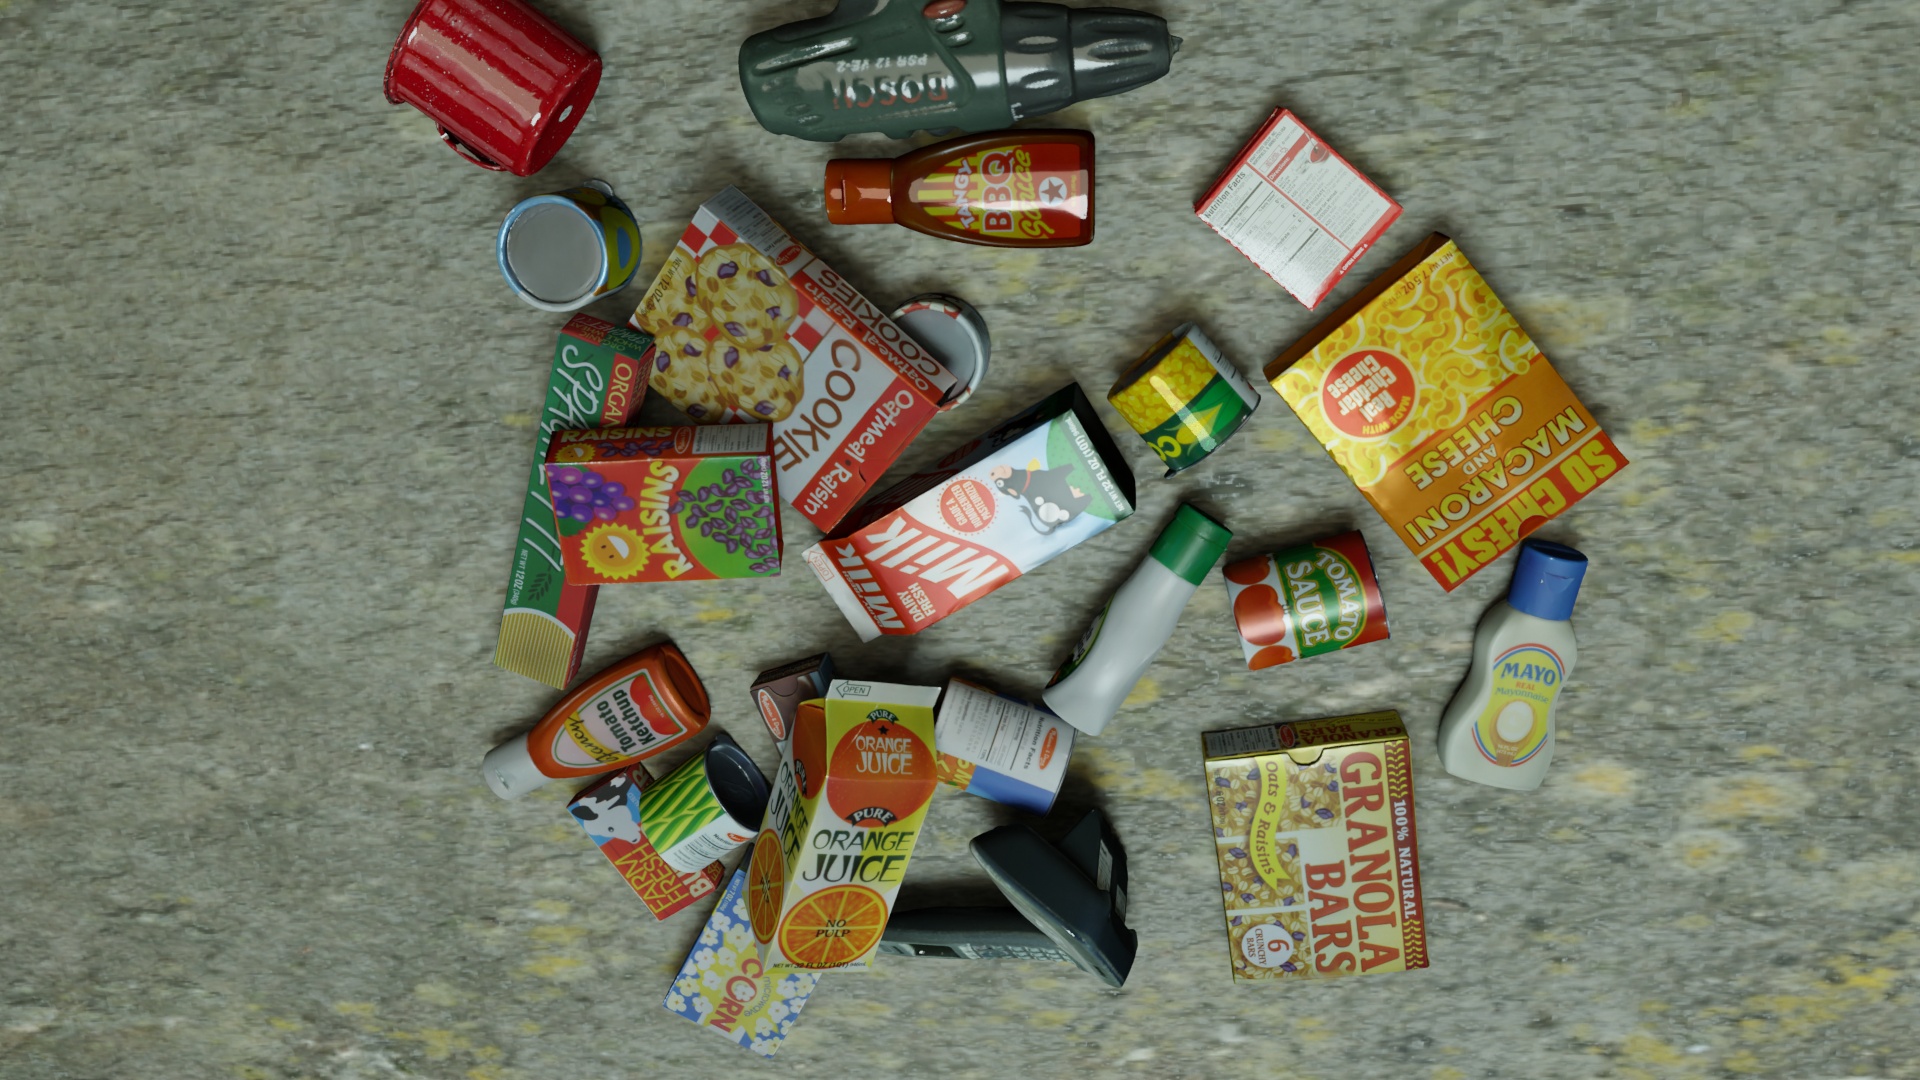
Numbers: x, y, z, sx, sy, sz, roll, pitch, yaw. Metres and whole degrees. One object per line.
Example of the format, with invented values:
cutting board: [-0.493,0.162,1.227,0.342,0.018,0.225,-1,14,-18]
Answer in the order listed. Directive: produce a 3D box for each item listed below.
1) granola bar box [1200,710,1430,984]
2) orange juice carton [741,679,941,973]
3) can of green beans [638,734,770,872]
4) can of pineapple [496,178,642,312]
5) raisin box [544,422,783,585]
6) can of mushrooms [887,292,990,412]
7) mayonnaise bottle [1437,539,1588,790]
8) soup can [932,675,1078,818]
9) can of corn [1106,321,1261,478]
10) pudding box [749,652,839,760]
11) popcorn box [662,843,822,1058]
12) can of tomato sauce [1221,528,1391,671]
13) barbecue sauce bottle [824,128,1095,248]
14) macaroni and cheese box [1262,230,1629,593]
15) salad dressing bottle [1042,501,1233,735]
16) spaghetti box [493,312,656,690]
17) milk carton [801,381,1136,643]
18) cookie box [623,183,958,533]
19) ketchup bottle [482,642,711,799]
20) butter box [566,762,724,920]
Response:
granola bar box: [0.224,0.197,0.878,0.124,0.039,0.165,-8,107,8]
orange juice carton: [-0.070,0.165,0.840,0.072,0.073,0.191,7,116,-25]
can of green beans: [-0.164,0.172,0.894,0.057,0.071,0.071,-33,102,15]
can of pineapple: [-0.224,-0.169,0.795,0.071,0.058,0.070,2,108,5]
raisin box: [-0.166,-0.021,0.790,0.123,0.040,0.085,-3,125,-3]
can of mushrooms: [-0.019,-0.108,0.807,0.071,0.033,0.070,2,109,6]
mayonnaise bottle: [0.333,0.074,0.827,0.065,0.041,0.147,11,109,4]
soup can: [0.023,0.129,0.864,0.084,0.071,0.071,19,109,0]
can of corn: [0.123,-0.079,0.785,0.071,0.071,0.058,-41,99,16]
pudding box: [-0.094,0.119,0.890,0.049,0.030,0.083,-19,105,12]
popcorn box: [-0.136,0.279,0.941,0.085,0.038,0.126,28,108,-3]
can of tomato sauce: [0.201,0.036,0.812,0.083,0.071,0.071,-15,106,11]
barbecue sauce bottle: [0.000,-0.195,0.773,0.148,0.044,0.064,1,110,6]
macaroni and cheese box: [0.273,-0.070,0.787,0.123,0.040,0.166,-40,100,17]
salad dressing bottle: [0.107,0.046,0.833,0.044,0.064,0.147,35,100,4]
spaghetti box: [-0.235,-0.017,0.836,0.050,0.029,0.248,21,120,-2]
milk carton: [0.003,-0.010,0.816,0.190,0.074,0.072,-30,103,14]
cookie box: [-0.102,-0.099,0.791,0.167,0.040,0.122,41,128,-5]
ketchup bottle: [-0.238,0.123,0.898,0.148,0.044,0.064,-26,104,14]
butter box: [-0.210,0.201,0.931,0.053,0.024,0.103,-33,102,15]
